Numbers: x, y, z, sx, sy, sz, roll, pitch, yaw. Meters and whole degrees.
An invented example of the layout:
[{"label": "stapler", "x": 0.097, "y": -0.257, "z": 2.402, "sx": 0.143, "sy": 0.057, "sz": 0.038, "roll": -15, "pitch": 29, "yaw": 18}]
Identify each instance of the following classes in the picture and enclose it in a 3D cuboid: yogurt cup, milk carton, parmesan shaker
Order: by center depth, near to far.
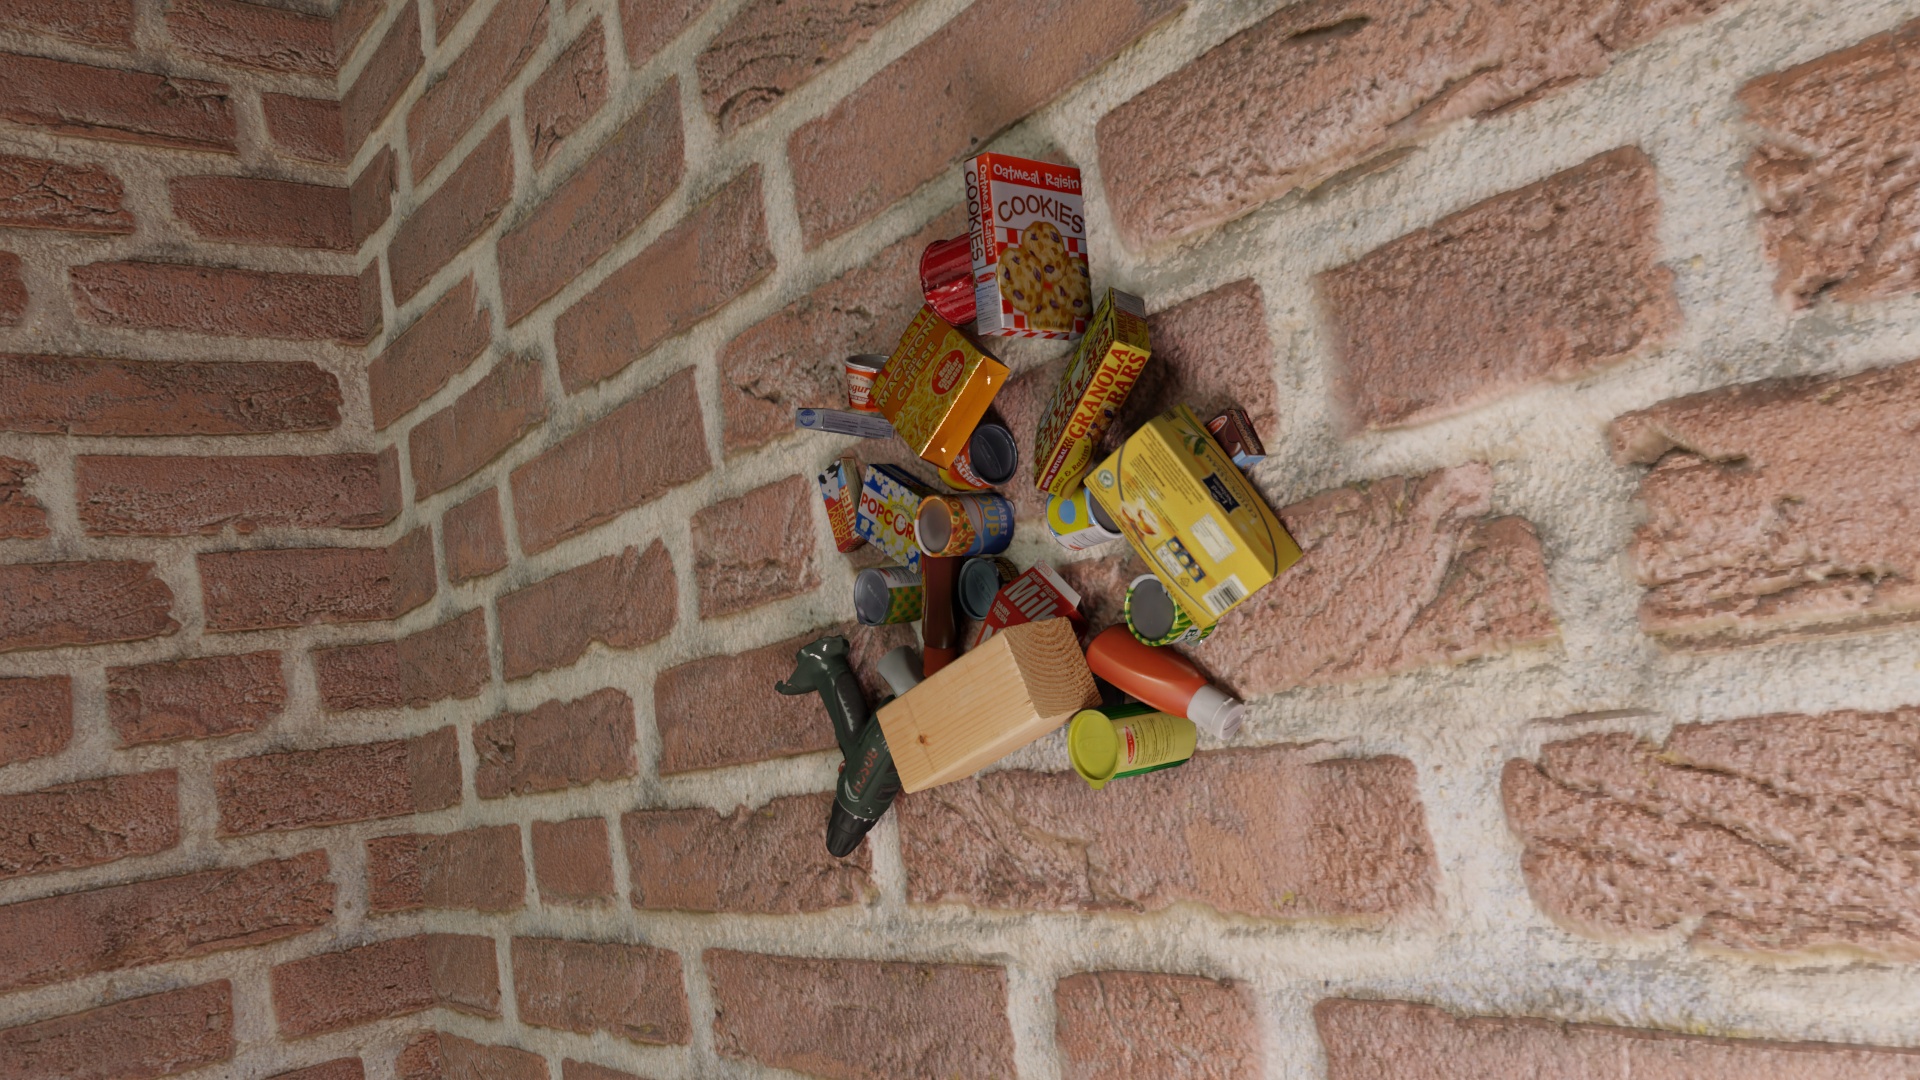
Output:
[{"label": "parmesan shaker", "x": 0.156, "y": 0.183, "z": 1.262, "sx": 0.071, "sy": 0.103, "sz": 0.071, "roll": 3, "pitch": 94, "yaw": 50}, {"label": "milk carton", "x": 0.063, "y": 0.112, "z": 1.391, "sx": 0.072, "sy": 0.073, "sz": 0.189, "roll": 45, "pitch": 124, "yaw": 37}, {"label": "yogurt cup", "x": -0.098, "y": -0.178, "z": 1.575, "sx": 0.072, "sy": 0.072, "sz": 0.053, "roll": 26, "pitch": 120, "yaw": 46}]

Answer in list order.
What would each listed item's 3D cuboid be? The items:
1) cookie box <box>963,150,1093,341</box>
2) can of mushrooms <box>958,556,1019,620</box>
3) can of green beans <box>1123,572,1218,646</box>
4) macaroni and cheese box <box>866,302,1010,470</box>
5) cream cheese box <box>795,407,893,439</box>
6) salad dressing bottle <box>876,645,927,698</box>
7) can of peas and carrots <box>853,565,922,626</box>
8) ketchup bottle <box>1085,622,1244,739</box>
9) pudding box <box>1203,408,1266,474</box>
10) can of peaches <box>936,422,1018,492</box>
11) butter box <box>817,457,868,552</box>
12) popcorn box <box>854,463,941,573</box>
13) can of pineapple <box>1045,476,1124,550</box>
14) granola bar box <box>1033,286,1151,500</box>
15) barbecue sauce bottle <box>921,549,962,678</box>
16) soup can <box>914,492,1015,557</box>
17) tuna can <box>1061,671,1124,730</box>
[{"label": "cookie box", "x": 0.066, "y": -0.279, "z": 1.328, "sx": 0.040, "sy": 0.123, "sz": 0.167, "roll": -8, "pitch": 86, "yaw": 49}, {"label": "can of mushrooms", "x": 0.032, "y": 0.049, "z": 1.456, "sx": 0.071, "sy": 0.033, "sz": 0.071, "roll": 4, "pitch": 95, "yaw": 50}, {"label": "can of green beans", "x": 0.190, "y": 0.060, "z": 1.250, "sx": 0.071, "sy": 0.058, "sz": 0.071, "roll": 4, "pitch": 96, "yaw": 50}, {"label": "macaroni and cheese box", "x": -0.027, "y": -0.165, "z": 1.453, "sx": 0.123, "sy": 0.040, "sz": 0.167, "roll": -57, "pitch": 35, "yaw": 12}, {"label": "cream cheese box", "x": -0.131, "y": -0.134, "z": 1.584, "sx": 0.053, "sy": 0.104, "sz": 0.024, "roll": 6, "pitch": 90, "yaw": 48}, {"label": "salad dressing bottle", "x": -0.037, "y": 0.185, "z": 1.527, "sx": 0.044, "sy": 0.064, "sz": 0.148, "roll": -38, "pitch": 67, "yaw": 6}, {"label": "can of peas and carrots", "x": -0.079, "y": 0.064, "z": 1.568, "sx": 0.071, "sy": 0.059, "sz": 0.071, "roll": 5, "pitch": 96, "yaw": 50}, {"label": "ketchup bottle", "x": 0.187, "y": 0.128, "z": 1.258, "sx": 0.149, "sy": 0.065, "sz": 0.043, "roll": 31, "pitch": 129, "yaw": 36}, {"label": "pudding box", "x": 0.224, "y": -0.073, "z": 1.224, "sx": 0.083, "sy": 0.030, "sz": 0.050, "roll": -42, "pitch": 60, "yaw": 42}, {"label": "can of peaches", "x": 0.015, "y": -0.084, "z": 1.439, "sx": 0.058, "sy": 0.071, "sz": 0.071, "roll": -8, "pitch": 86, "yaw": 51}, {"label": "butter box", "x": -0.136, "y": -0.042, "z": 1.656, "sx": 0.053, "sy": 0.024, "sz": 0.104, "roll": -34, "pitch": 67, "yaw": 45}, {"label": "popcorn box", "x": -0.064, "y": -0.026, "z": 1.560, "sx": 0.127, "sy": 0.038, "sz": 0.085, "roll": 33, "pitch": 116, "yaw": 44}, {"label": "can of pineapple", "x": 0.123, "y": -0.030, "z": 1.318, "sx": 0.057, "sy": 0.071, "sz": 0.071, "roll": -19, "pitch": 78, "yaw": 48}, {"label": "granola bar box", "x": 0.119, "y": -0.137, "z": 1.288, "sx": 0.125, "sy": 0.039, "sz": 0.164, "roll": -84, "pitch": 18, "yaw": -58}, {"label": "barbecue sauce bottle", "x": -0.021, "y": 0.076, "z": 1.503, "sx": 0.065, "sy": 0.044, "sz": 0.148, "roll": -72, "pitch": -16, "yaw": -74}, {"label": "soup can", "x": 0.005, "y": -0.018, "z": 1.444, "sx": 0.071, "sy": 0.084, "sz": 0.071, "roll": 3, "pitch": 94, "yaw": 49}, {"label": "tuna can", "x": 0.120, "y": 0.156, "z": 1.328, "sx": 0.033, "sy": 0.071, "sz": 0.071, "roll": 15, "pitch": 104, "yaw": 50}]
